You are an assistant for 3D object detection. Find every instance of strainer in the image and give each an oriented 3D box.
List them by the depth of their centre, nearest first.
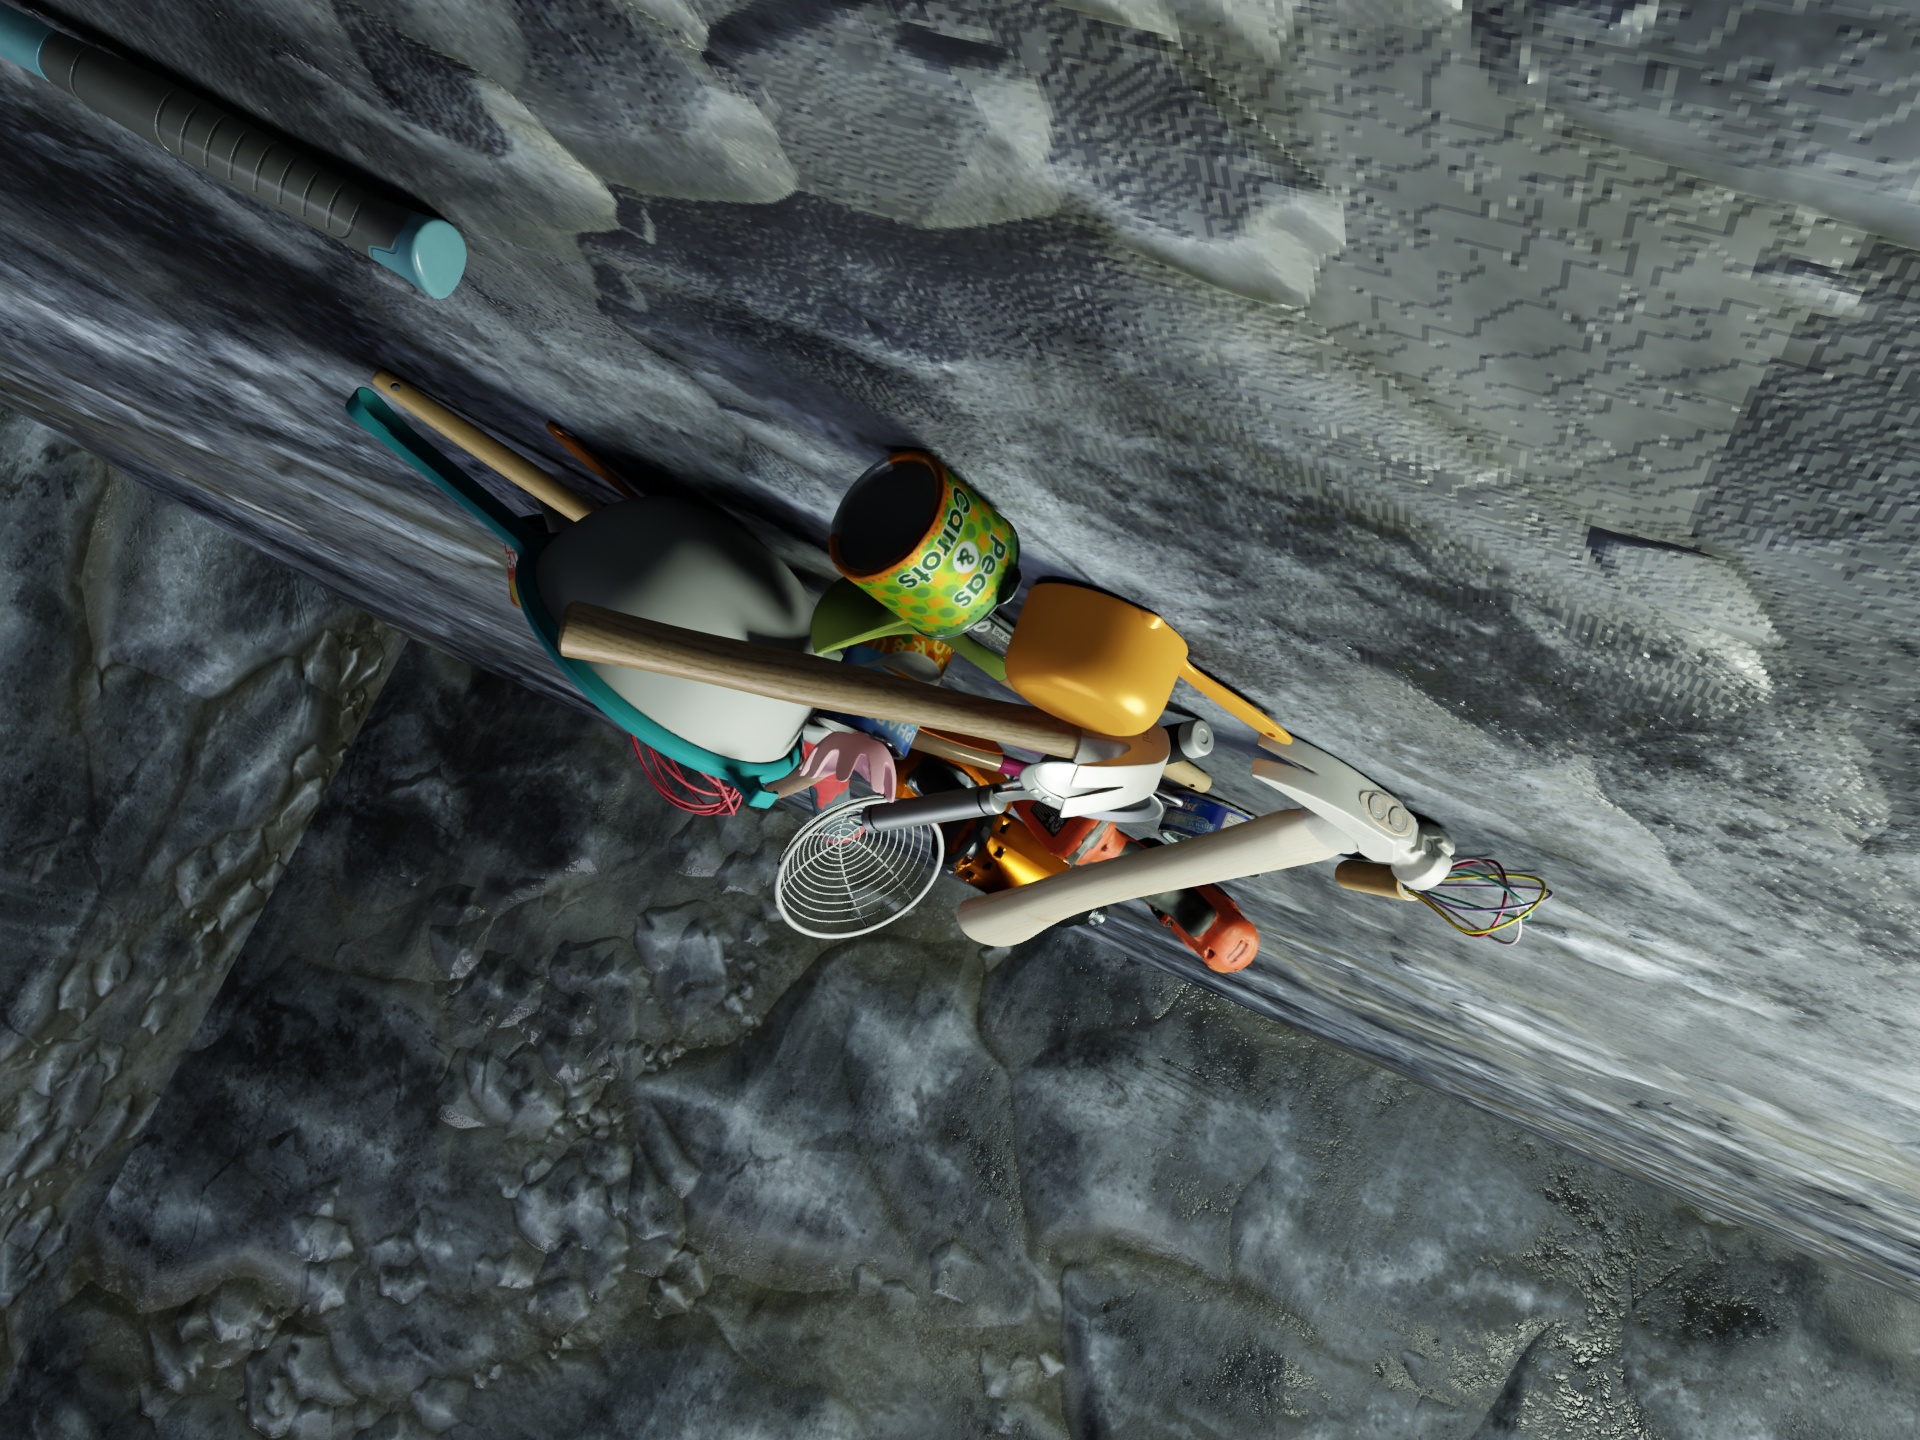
[{"bbox_3d":[-0.204,-0.107,0.955,0.340,0.095,0.211,40,-161,-14],"label":"strainer"},{"bbox_3d":[0.026,0.044,0.970,0.258,0.050,0.086,-12,146,38],"label":"strainer"}]

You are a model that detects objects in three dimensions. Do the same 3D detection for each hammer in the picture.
[{"bbox_3d":[-0.367,-0.271,0.667,0.331,0.033,0.128,27,170,-10],"label":"hammer"},{"bbox_3d":[-0.048,-0.013,0.851,0.331,0.031,0.130,12,-155,-7],"label":"hammer"},{"bbox_3d":[0.115,0.096,1.046,0.146,0.038,0.410,30,150,-24],"label":"hammer"},{"bbox_3d":[-0.123,0.043,1.284,0.143,0.038,0.386,10,164,0],"label":"hammer"}]

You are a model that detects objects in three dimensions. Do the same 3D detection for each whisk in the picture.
[{"bbox_3d":[0.294,0.107,1.013,0.051,0.047,0.245,26,174,-10],"label":"whisk"},{"bbox_3d":[-0.227,-0.053,1.097,0.296,0.073,0.073,56,-177,22],"label":"whisk"}]

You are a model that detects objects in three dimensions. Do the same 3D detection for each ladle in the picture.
[{"bbox_3d":[0.044,-0.009,0.986,0.319,0.062,0.078,28,153,-32],"label":"ladle"},{"bbox_3d":[-0.254,-0.139,1.072,0.315,0.069,0.031,34,169,-15],"label":"ladle"}]

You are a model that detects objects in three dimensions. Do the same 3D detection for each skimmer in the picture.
[{"bbox_3d":[0.017,0.076,1.046,0.127,0.090,0.363,22,153,-38],"label":"skimmer"}]

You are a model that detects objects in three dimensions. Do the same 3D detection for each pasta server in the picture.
[{"bbox_3d":[-0.104,0.042,1.103,0.060,0.040,0.316,17,168,-15],"label":"pasta server"}]

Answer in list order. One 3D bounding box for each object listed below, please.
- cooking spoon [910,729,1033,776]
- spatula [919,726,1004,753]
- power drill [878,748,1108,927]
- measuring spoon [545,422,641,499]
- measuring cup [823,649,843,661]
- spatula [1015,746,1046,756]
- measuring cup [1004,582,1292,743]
[{"bbox_3d":[0.007,0.026,1.247,0.318,0.017,0.069,17,174,-20],"label":"cooking spoon"},{"bbox_3d":[-0.078,-0.023,1.270,0.081,0.041,0.323,17,178,-34],"label":"spatula"},{"bbox_3d":[0.026,0.090,1.305,0.164,0.084,0.227,34,-174,-29],"label":"power drill"},{"bbox_3d":[-0.218,-0.156,1.005,0.021,0.011,0.116,19,165,41],"label":"measuring spoon"},{"bbox_3d":[-0.133,-0.039,1.289,0.038,0.083,0.168,20,-171,-23],"label":"measuring cup"},{"bbox_3d":[-0.002,-0.003,1.015,0.060,0.018,0.315,-15,158,42],"label":"spatula"},{"bbox_3d":[0.100,-0.009,0.826,0.173,0.052,0.095,30,167,-22],"label":"measuring cup"}]
